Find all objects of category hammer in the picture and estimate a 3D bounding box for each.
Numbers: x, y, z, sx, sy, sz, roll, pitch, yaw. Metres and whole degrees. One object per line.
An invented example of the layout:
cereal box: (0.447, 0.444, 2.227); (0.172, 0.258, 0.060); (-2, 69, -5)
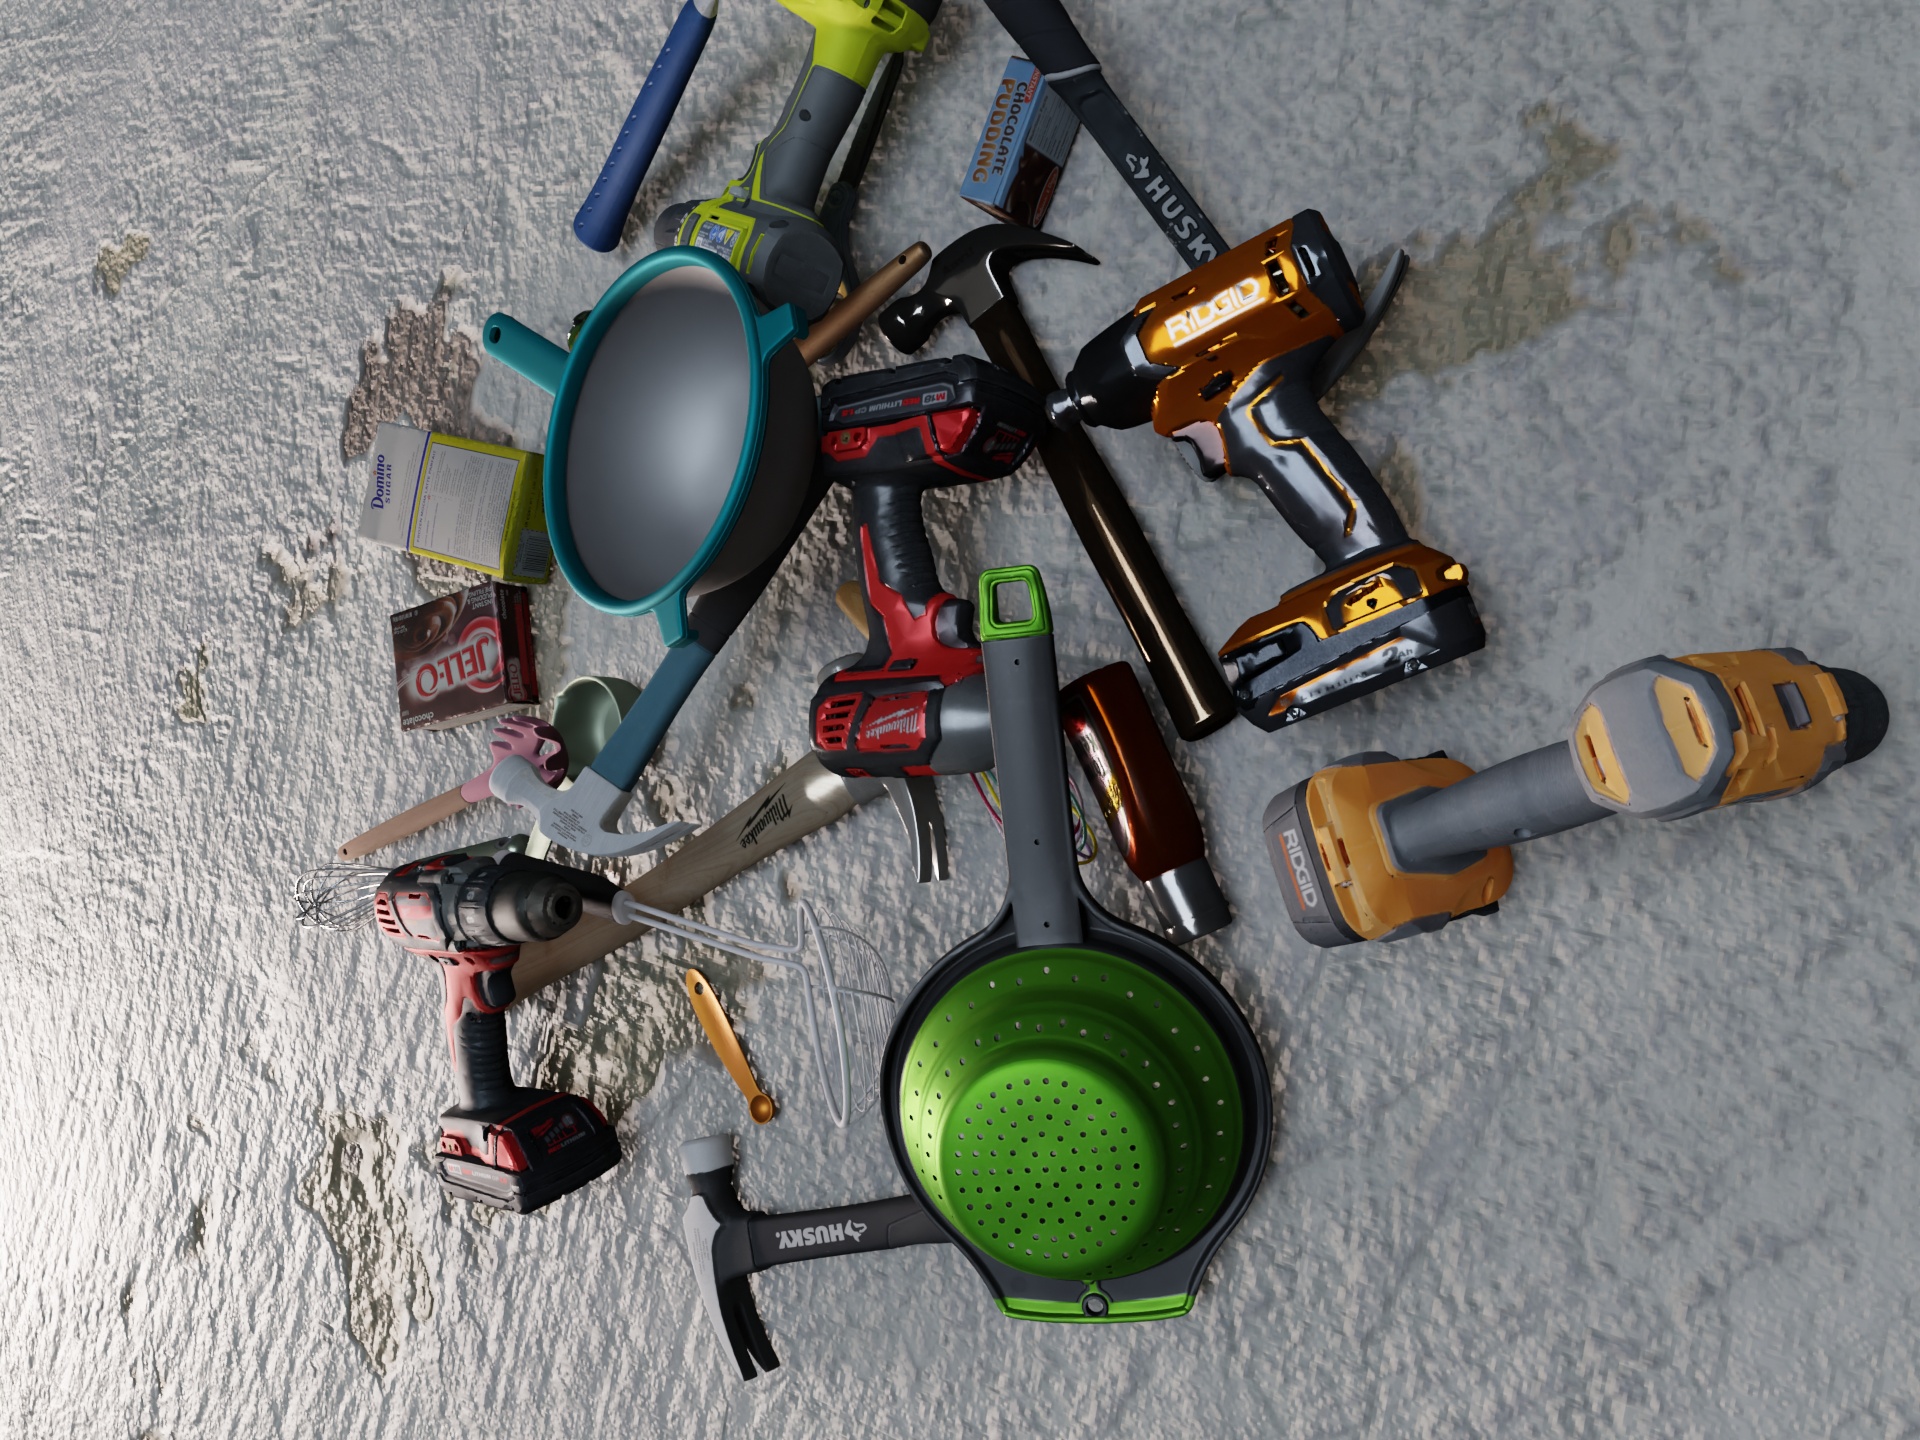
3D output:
hammer: (-0.151, -0.451, 0.975); (0.405, 0.035, 0.144); (-45, 40, 43)
hammer: (-0.156, -0.060, 0.985); (0.128, 0.033, 0.331); (33, 91, 17)
hammer: (-0.185, 0.115, 1.037); (0.410, 0.038, 0.146); (-31, 72, 28)
hammer: (0.075, -0.333, 0.848); (0.149, 0.036, 0.409); (-37, 81, 23)
hammer: (0.068, -0.139, 0.891); (0.130, 0.031, 0.331); (-35, 70, 27)
hammer: (-0.026, 0.296, 0.923); (0.335, 0.035, 0.146); (-18, 77, 31)

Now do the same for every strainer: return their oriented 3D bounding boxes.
strainer: (-0.186, -0.185, 0.967); (0.341, 0.095, 0.211); (35, 108, 44)

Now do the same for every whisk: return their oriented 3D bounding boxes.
whisk: (-0.003, -0.003, 0.917); (0.245, 0.047, 0.051); (48, 155, 31)
whisk: (-0.406, 0.118, 1.179); (0.246, 0.058, 0.059); (-15, 113, 28)

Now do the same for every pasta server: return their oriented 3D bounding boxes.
pasta server: (-0.371, 0.060, 1.135); (0.316, 0.040, 0.060); (-21, 85, 39)

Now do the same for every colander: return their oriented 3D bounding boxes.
colander: (0.040, 0.123, 0.778); (0.204, 0.094, 0.397); (-6, 95, 13)

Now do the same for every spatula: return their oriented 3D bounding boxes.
spatula: (-0.138, -0.208, 1.011); (0.317, 0.044, 0.082); (-31, 71, 34)

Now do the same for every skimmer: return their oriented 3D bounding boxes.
skimmer: (-0.181, 0.139, 0.959); (0.363, 0.090, 0.127); (12, 117, 33)

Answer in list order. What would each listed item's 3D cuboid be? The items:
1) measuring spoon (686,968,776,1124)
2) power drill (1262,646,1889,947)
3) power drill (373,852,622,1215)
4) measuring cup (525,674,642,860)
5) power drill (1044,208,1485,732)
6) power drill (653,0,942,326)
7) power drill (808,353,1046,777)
measuring spoon: (-0.147, 0.208, 1.023); (0.021, 0.011, 0.117); (-46, 61, 22)
power drill: (0.269, 0.029, 0.690); (0.226, 0.185, 0.084); (-30, 70, 48)
power drill: (-0.291, 0.196, 1.029); (0.188, 0.080, 0.226); (-5, 100, 42)
measuring cup: (-0.258, 0.043, 1.091); (0.083, 0.038, 0.167); (45, 119, 30)
power drill: (0.145, -0.113, 0.784); (0.164, 0.084, 0.226); (-24, 85, 23)
power drill: (-0.110, -0.365, 0.980); (0.191, 0.080, 0.228); (35, 105, 50)
power drill: (-0.012, -0.078, 0.869); (0.143, 0.078, 0.220); (-2, 84, 33)
